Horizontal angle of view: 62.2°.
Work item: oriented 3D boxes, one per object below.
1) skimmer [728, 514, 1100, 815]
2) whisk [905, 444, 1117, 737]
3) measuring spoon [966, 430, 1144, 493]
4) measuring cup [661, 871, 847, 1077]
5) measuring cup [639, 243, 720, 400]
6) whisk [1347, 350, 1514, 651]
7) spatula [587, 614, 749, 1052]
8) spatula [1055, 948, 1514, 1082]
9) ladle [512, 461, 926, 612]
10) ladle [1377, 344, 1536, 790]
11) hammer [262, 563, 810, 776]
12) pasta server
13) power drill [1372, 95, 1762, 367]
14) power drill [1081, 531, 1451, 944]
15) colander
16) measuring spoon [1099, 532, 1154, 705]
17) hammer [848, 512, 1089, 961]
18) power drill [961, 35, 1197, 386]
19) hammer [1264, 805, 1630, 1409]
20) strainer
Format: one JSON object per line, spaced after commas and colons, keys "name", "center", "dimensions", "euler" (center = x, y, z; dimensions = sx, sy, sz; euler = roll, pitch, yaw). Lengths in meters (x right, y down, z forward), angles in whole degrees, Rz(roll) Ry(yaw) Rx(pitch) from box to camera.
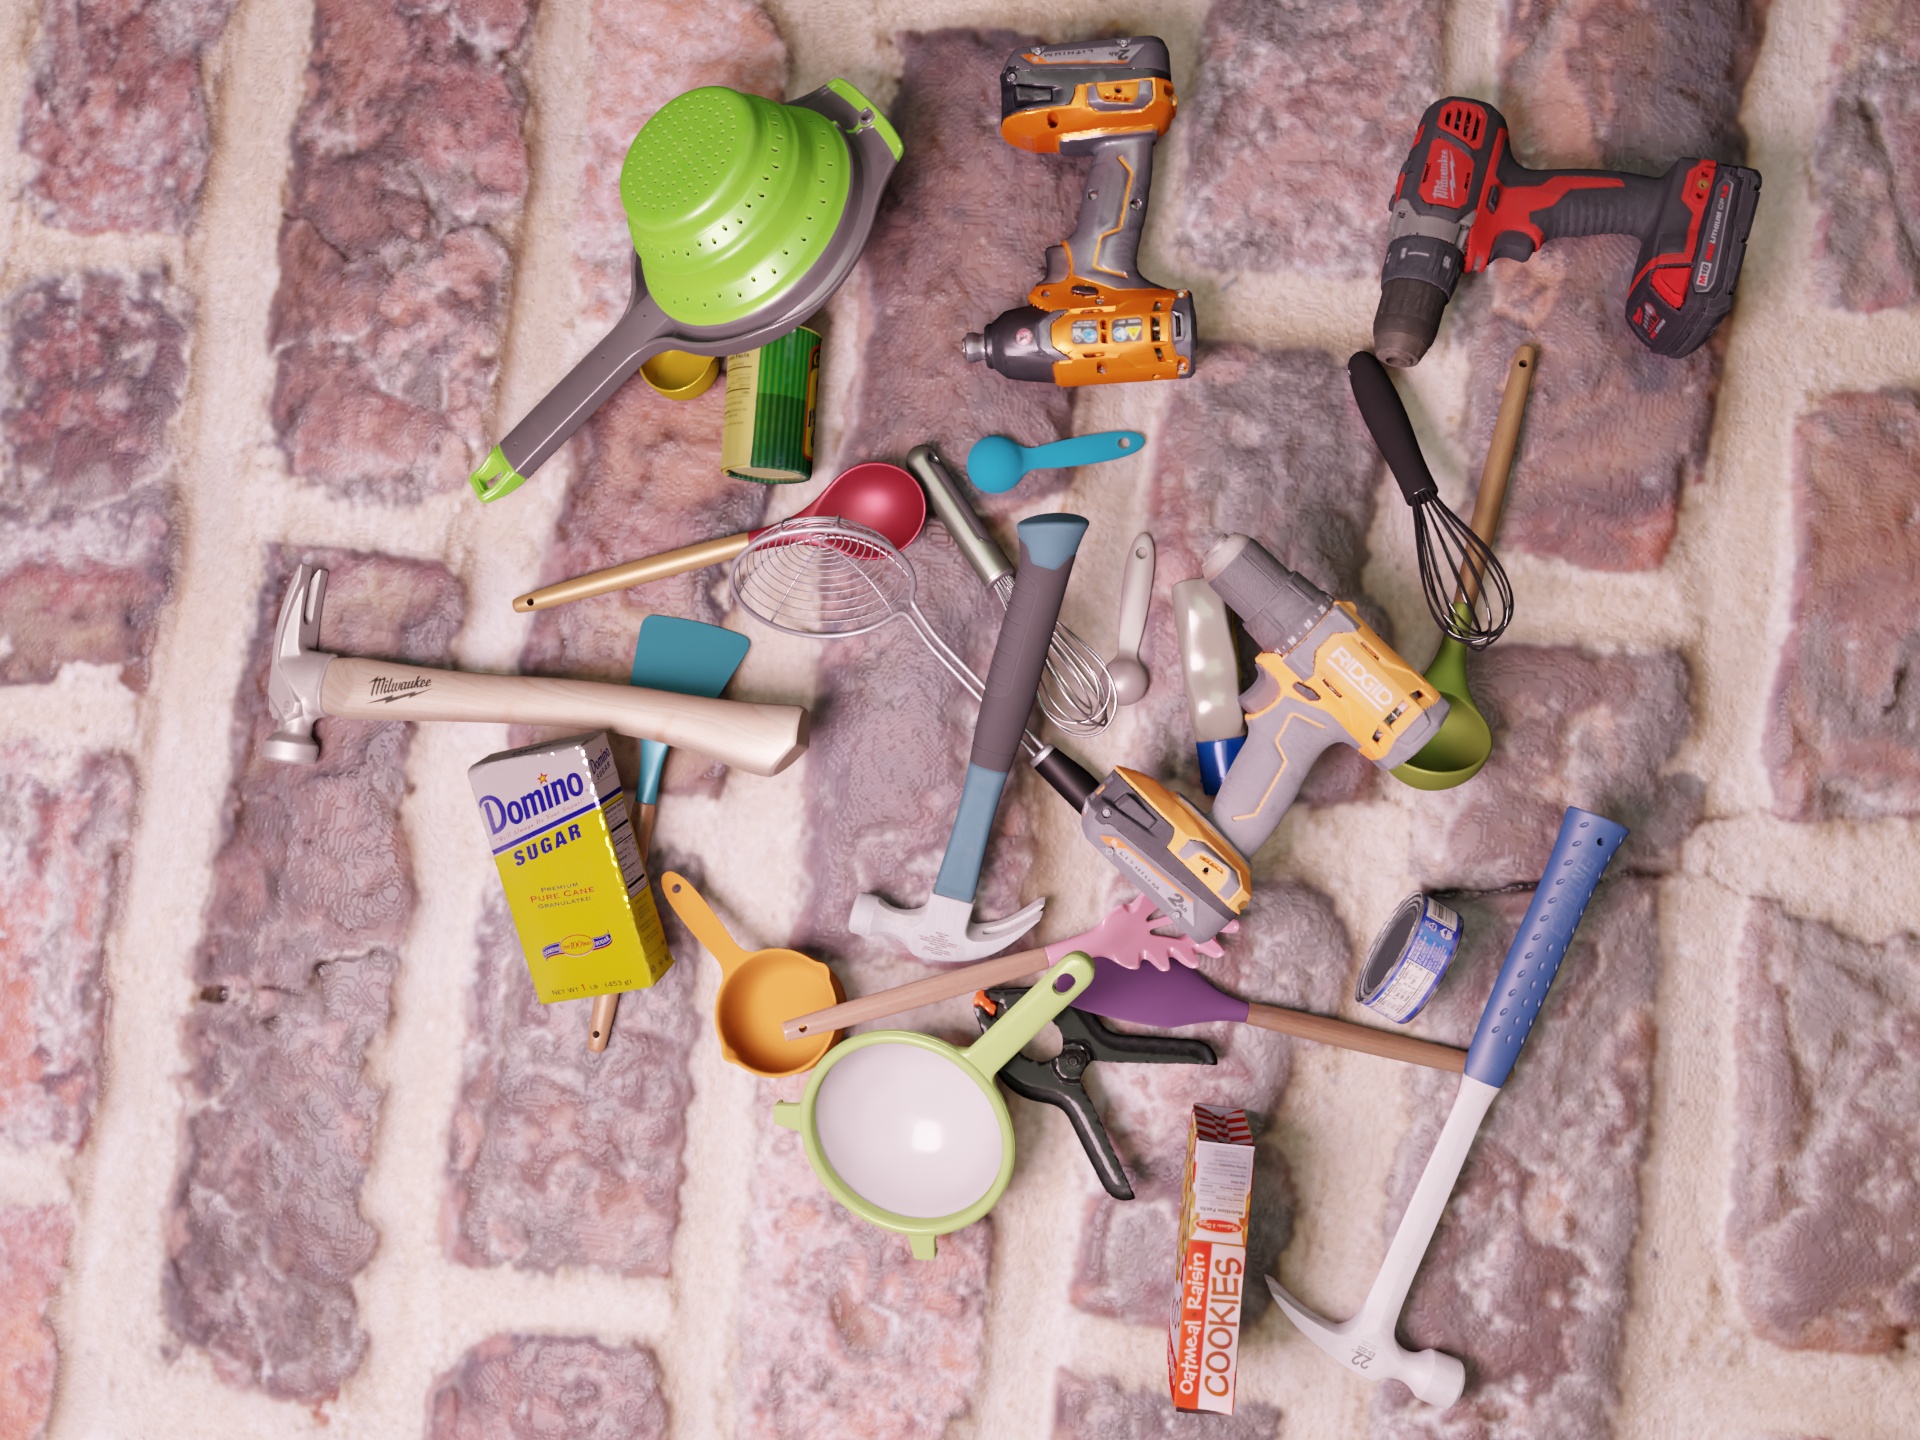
{"name": "skimmer", "center": [-0.002, -0.003, 1.095], "dimensions": [0.363, 0.127, 0.090], "euler": [45, 49, 1]}
{"name": "whisk", "center": [0.033, -0.094, 1.120], "dimensions": [0.059, 0.058, 0.246], "euler": [-39, 79, 32]}
{"name": "measuring spoon", "center": [0.067, -0.191, 1.132], "dimensions": [0.128, 0.021, 0.042], "euler": [-8, 86, 6]}
{"name": "measuring cup", "center": [-0.149, 0.174, 1.123], "dimensions": [0.095, 0.052, 0.174], "euler": [-42, 73, 0]}
{"name": "measuring cup", "center": [-0.198, -0.307, 1.167], "dimensions": [0.062, 0.029, 0.157], "euler": [2, 75, 13]}
{"name": "whisk", "center": [0.310, -0.153, 1.071], "dimensions": [0.055, 0.055, 0.239], "euler": [-19, 67, 4]}
{"name": "spatula", "center": [-0.227, 0.084, 1.147], "dimensions": [0.082, 0.044, 0.317], "euler": [13, 93, 6]}
{"name": "spatula", "center": [0.223, 0.205, 1.095], "dimensions": [0.316, 0.018, 0.060], "euler": [13, 57, 4]}
{"name": "ladle", "center": [-0.176, -0.121, 1.150], "dimensions": [0.315, 0.031, 0.069], "euler": [-14, 94, 7]}
{"name": "ladle", "center": [0.351, -0.107, 1.085], "dimensions": [0.078, 0.062, 0.320], "euler": [14, 86, 14]}
{"name": "hammer", "center": [-0.303, -0.023, 1.127], "dimensions": [0.410, 0.038, 0.146], "euler": [6, 86, 13]}
{"name": "pasta server", "center": [0.034, 0.169, 1.080], "dimensions": [0.316, 0.040, 0.060], "euler": [-14, 91, -9]}
{"name": "power drill", "center": [0.398, -0.311, 1.076], "dimensions": [0.227, 0.080, 0.188], "euler": [16, 83, 9]}
{"name": "power drill", "center": [0.175, 0.008, 1.031], "dimensions": [0.185, 0.084, 0.226], "euler": [44, 94, -1]}
{"name": "colander", "center": [-0.223, -0.307, 1.100], "dimensions": [0.397, 0.094, 0.205], "euler": [-42, 57, 10]}
{"name": "measuring spoon", "center": [0.121, -0.072, 1.123], "dimensions": [0.034, 0.018, 0.124], "euler": [8, 87, 6]}
{"name": "hammer", "center": [0.021, 0.017, 1.060], "dimensions": [0.128, 0.033, 0.331], "euler": [16, 112, 2]}
{"name": "power drill", "center": [0.078, -0.347, 1.112], "dimensions": [0.164, 0.084, 0.226], "euler": [-3, 91, 6]}
{"name": "hammer", "center": [0.338, 0.248, 1.060], "dimensions": [0.144, 0.035, 0.405], "euler": [23, 93, 1]}
{"name": "strainer", "center": [0.004, 0.233, 1.071], "dimensions": [0.151, 0.069, 0.256], "euler": [43, 110, 1]}
